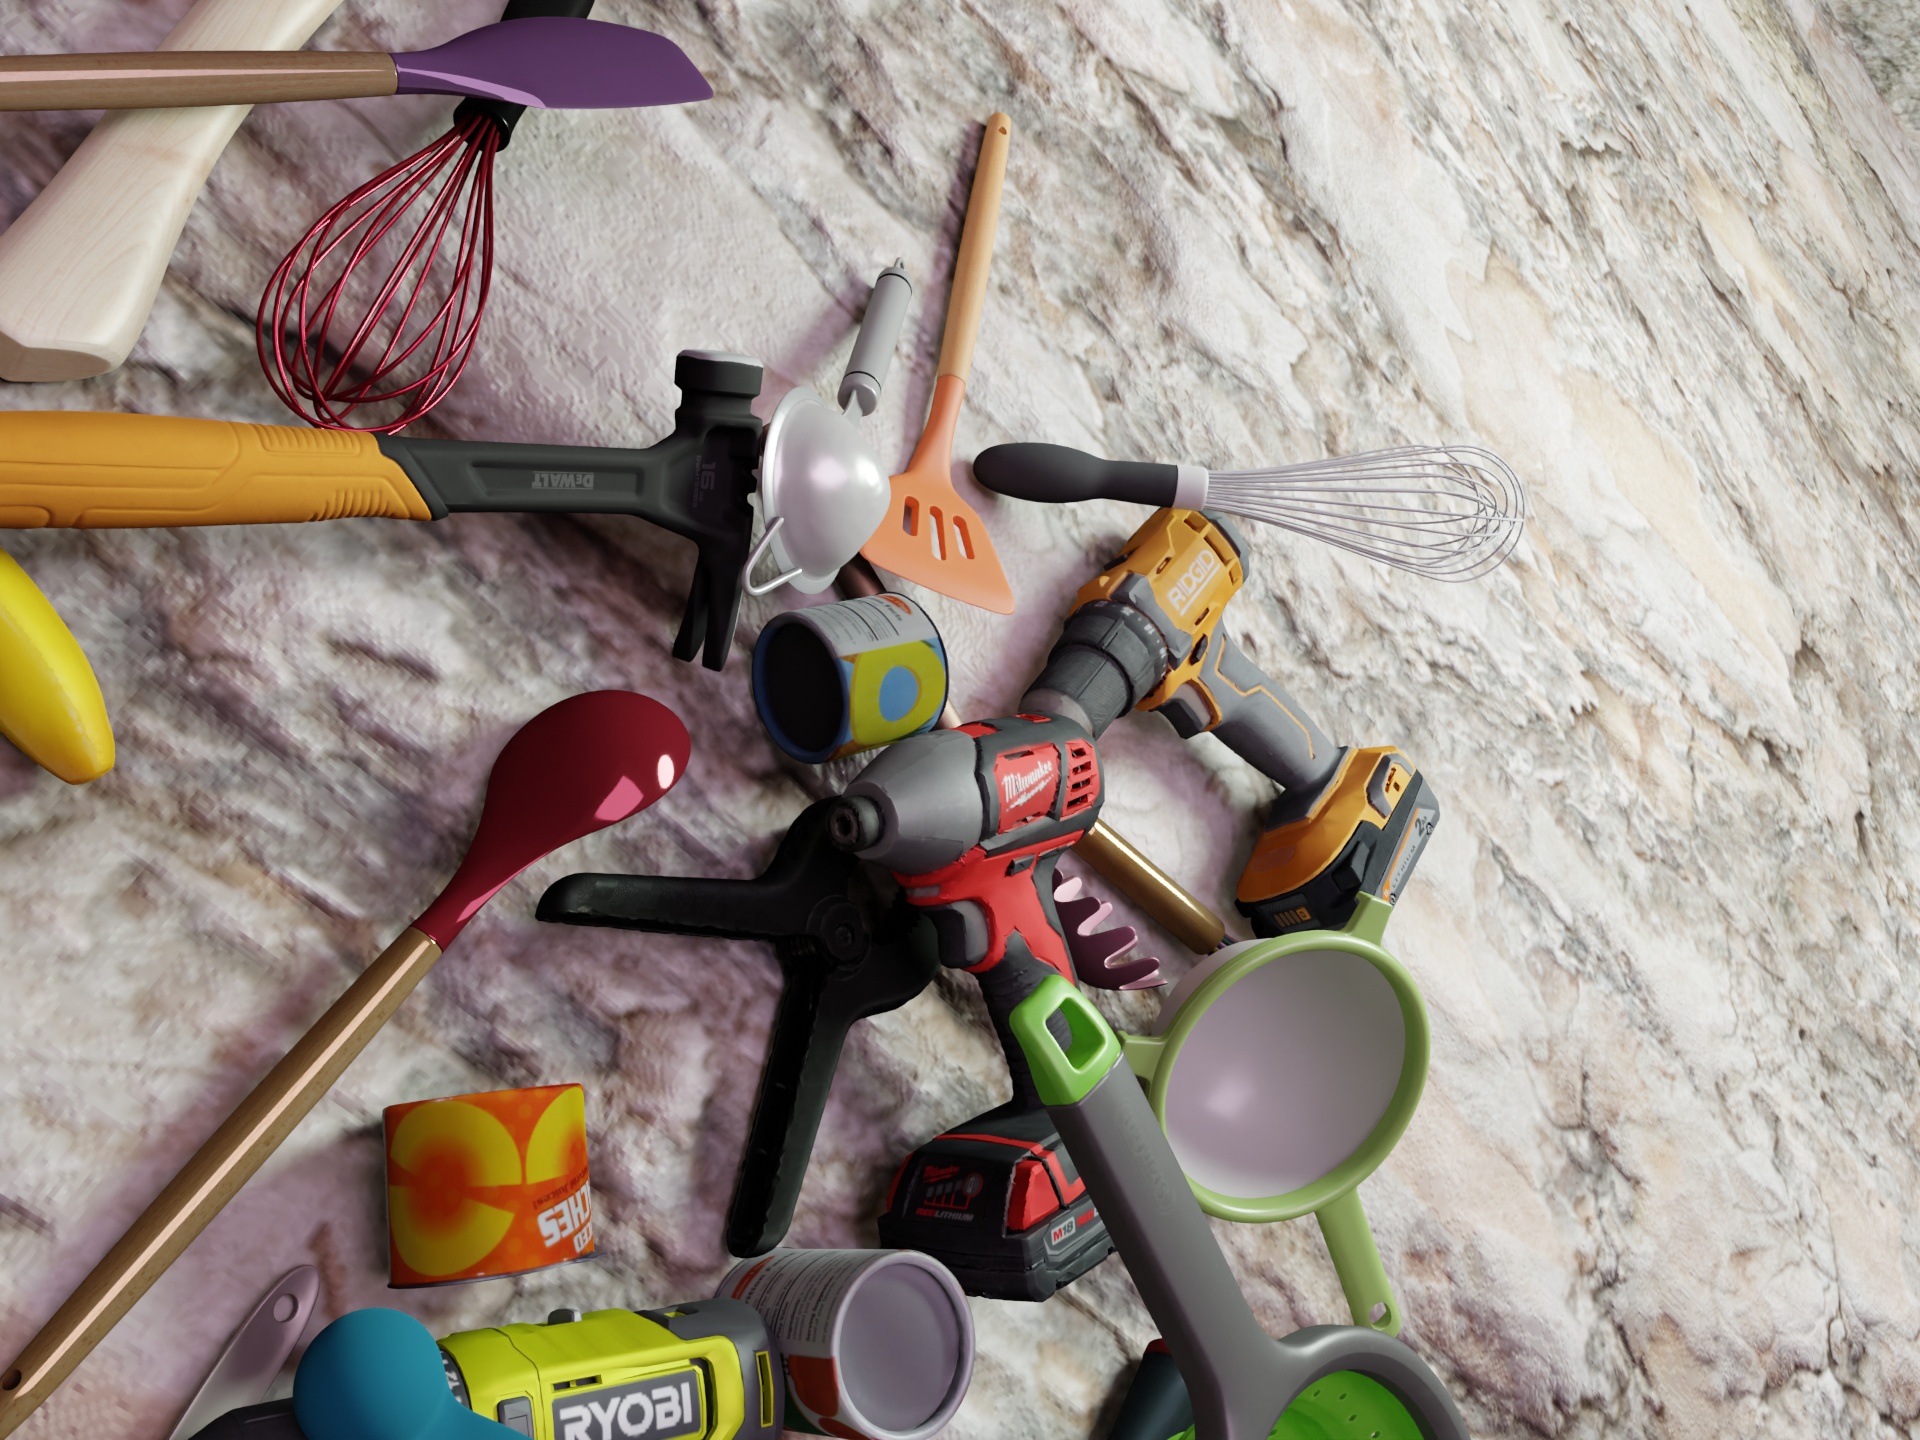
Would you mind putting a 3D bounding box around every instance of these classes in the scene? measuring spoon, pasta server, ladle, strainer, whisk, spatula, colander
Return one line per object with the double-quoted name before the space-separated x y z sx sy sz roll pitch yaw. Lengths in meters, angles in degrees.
"measuring spoon" -0.235 0.219 0.477 0.034 0.018 0.124 59 39 -30
"pasta server" -0.001 -0.002 0.736 0.040 0.060 0.316 -31 96 -1
"measuring spoon" -0.134 0.215 0.466 0.128 0.021 0.042 35 51 -9
"ladle" -0.197 0.093 0.531 0.315 0.069 0.031 -54 152 -33
"strainer" 0.165 0.205 0.792 0.151 0.069 0.256 -28 115 -10
"whisk" -0.196 -0.223 0.628 0.073 0.073 0.296 34 50 -29
"spatula" -0.231 -0.233 0.571 0.316 0.018 0.060 -21 65 -38
"strainer" -0.045 -0.143 0.713 0.259 0.050 0.086 -79 160 -45
"spatula" 0.004 -0.192 0.800 0.081 0.041 0.323 20 61 -21
"colander" 0.089 0.277 0.621 0.204 0.094 0.397 -37 105 -44
"whisk" 0.143 0.126 0.816 0.244 0.051 0.047 40 59 -20
"whisk" 0.148 -0.114 0.809 0.284 0.070 0.070 5 69 -2

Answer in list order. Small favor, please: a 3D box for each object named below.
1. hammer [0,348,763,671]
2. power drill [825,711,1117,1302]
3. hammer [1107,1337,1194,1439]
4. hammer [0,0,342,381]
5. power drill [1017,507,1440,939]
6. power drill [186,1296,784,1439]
"hammer" -0.209 -0.074 0.531 0.336 0.034 0.127 -5 108 -45
"power drill" 0.011 0.110 0.648 0.143 0.078 0.219 -10 92 -51
"hammer" 0.001 0.402 0.604 0.143 0.038 0.386 49 50 -16
"hammer" -0.260 -0.292 0.607 0.146 0.038 0.411 36 56 -25
"power drill" 0.135 0.016 0.822 0.226 0.084 0.185 51 49 -10
"power drill" -0.140 0.305 0.488 0.190 0.080 0.229 7 69 -40
